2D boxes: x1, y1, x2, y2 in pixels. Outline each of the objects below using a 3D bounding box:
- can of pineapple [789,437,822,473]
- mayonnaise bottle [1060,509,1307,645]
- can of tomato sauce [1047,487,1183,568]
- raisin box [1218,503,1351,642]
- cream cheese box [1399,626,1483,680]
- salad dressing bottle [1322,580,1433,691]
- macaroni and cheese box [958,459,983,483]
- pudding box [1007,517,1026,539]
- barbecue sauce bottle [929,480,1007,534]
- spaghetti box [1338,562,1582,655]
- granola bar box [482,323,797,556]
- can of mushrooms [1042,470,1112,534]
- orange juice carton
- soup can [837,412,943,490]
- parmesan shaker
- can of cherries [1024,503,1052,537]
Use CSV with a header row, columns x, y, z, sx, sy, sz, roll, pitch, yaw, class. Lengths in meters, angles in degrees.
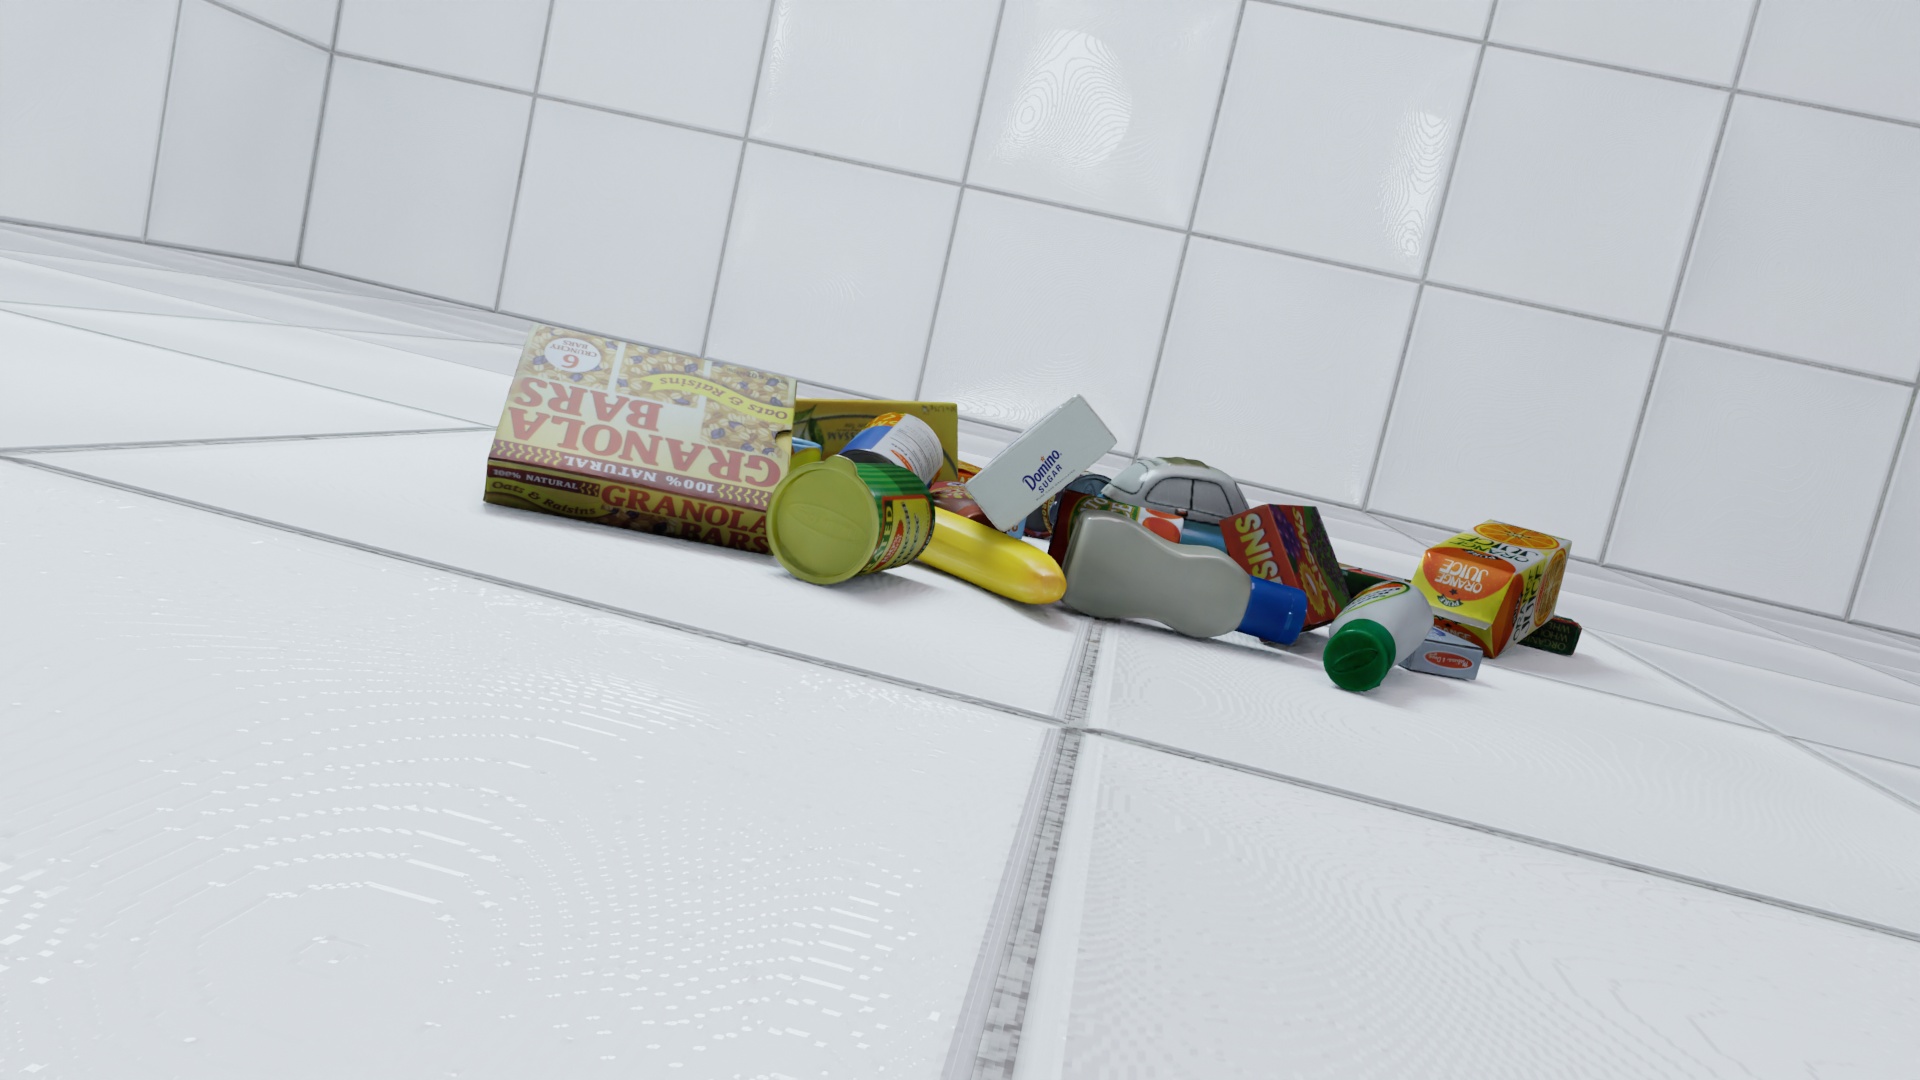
x,y,z,sx,sy,sz,roll,pitch,yaw,class
-0.130,-0.042,0.937,0.071,0.057,0.071,12,7,-1,can of pineapple
0.137,0.029,0.855,0.148,0.064,0.041,16,10,-6,mayonnaise bottle
0.102,0.005,0.932,0.083,0.071,0.071,14,7,5,can of tomato sauce
0.223,0.020,0.944,0.040,0.086,0.123,-22,-10,26,raisin box
0.310,0.069,0.970,0.053,0.024,0.104,11,8,-16,cream cheese box
0.254,0.059,0.853,0.064,0.044,0.148,-26,-3,25,salad dressing bottle
-0.040,-0.061,1.301,0.124,0.040,0.166,7,9,-32,macaroni and cheese box
0.010,-0.022,1.128,0.050,0.030,0.084,17,8,41,pudding box
0.004,-0.012,0.993,0.065,0.043,0.149,4,9,-9,barbecue sauce bottle
0.423,0.055,1.248,0.250,0.028,0.050,15,8,16,spaghetti box
-0.183,-0.061,0.821,0.166,0.038,0.125,11,44,-13,granola bar box
0.102,-0.026,1.175,0.071,0.071,0.033,10,7,-20,can of mushrooms
0.422,0.040,1.119,0.072,0.072,0.193,19,22,35,orange juice carton
-0.056,-0.046,0.978,0.071,0.071,0.084,14,26,10,soup can
-0.059,-0.015,0.797,0.071,0.071,0.103,15,7,16,parmesan shaker
0.059,-0.038,1.211,0.071,0.071,0.058,9,9,-24,can of cherries
